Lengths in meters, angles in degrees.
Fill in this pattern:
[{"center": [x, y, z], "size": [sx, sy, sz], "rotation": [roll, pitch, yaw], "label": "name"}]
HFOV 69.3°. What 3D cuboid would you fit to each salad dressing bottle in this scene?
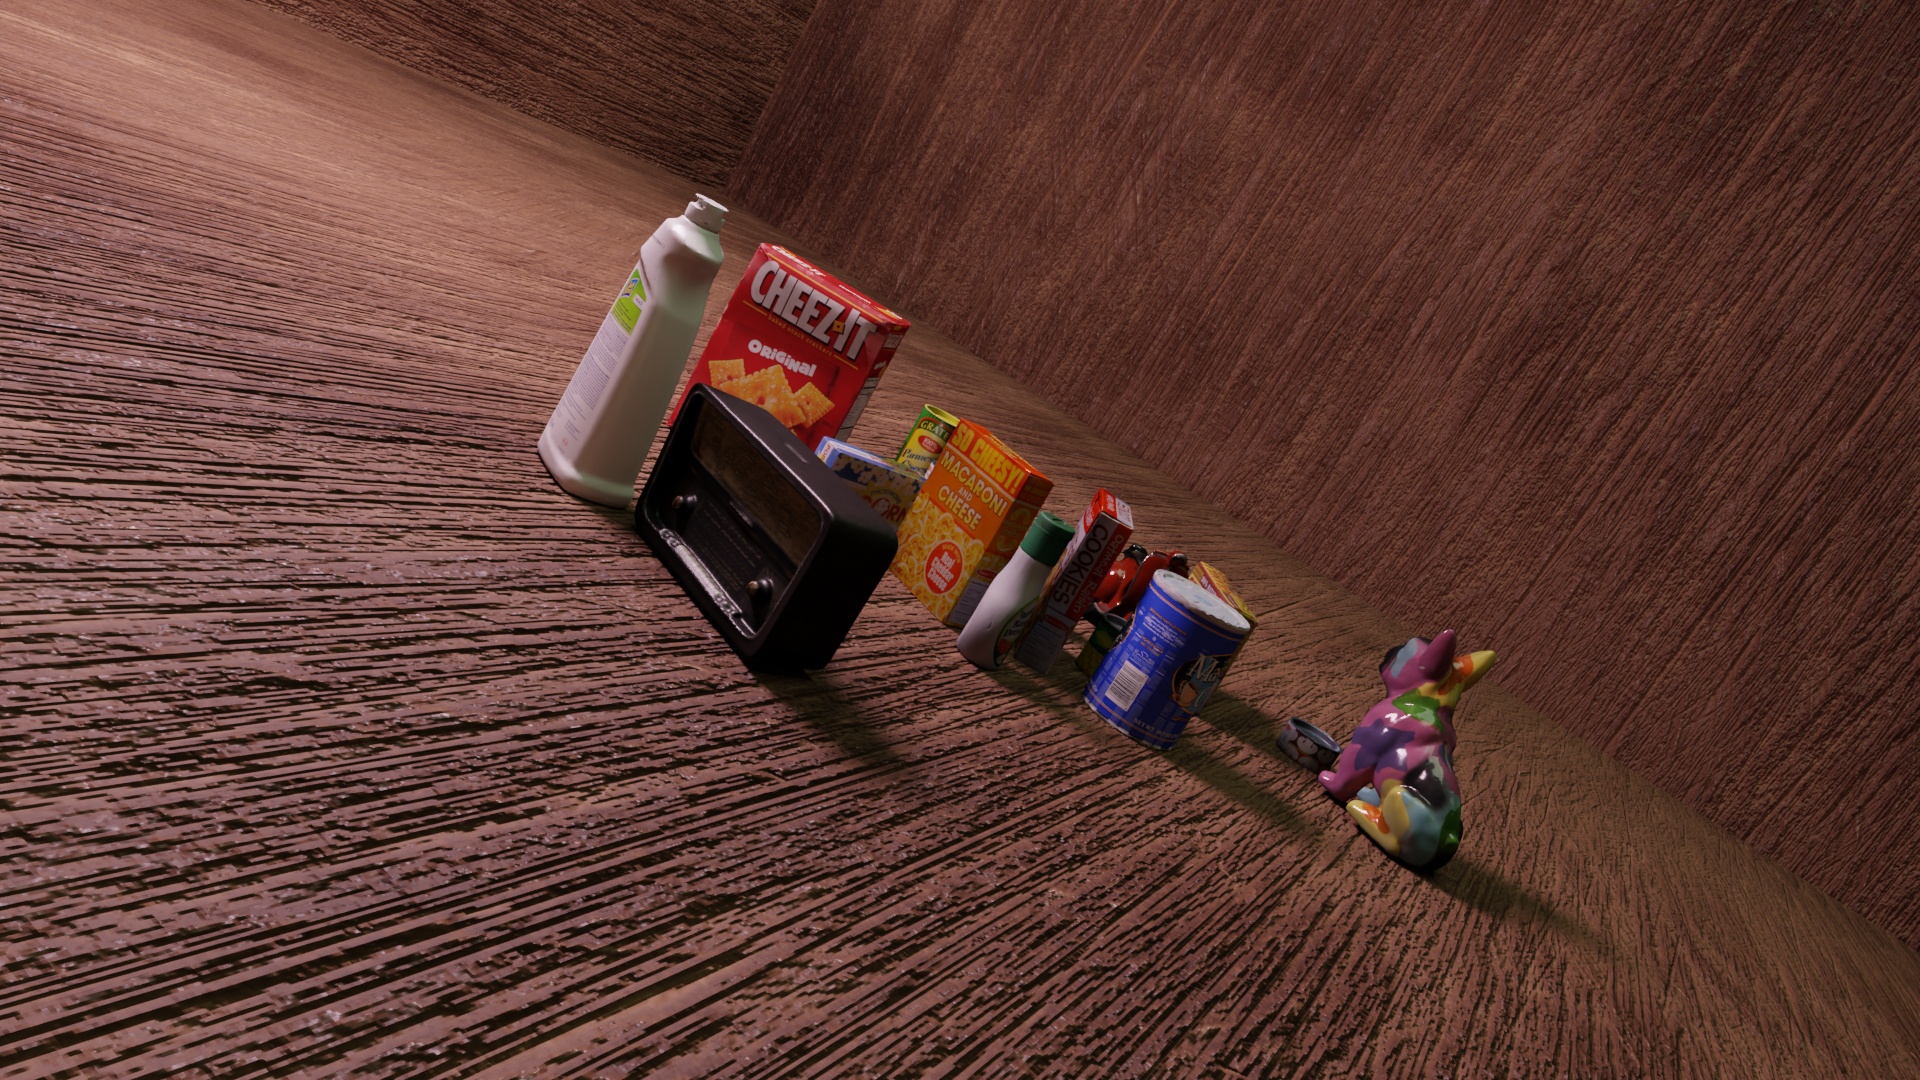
[{"center": [0.051, 0.045, 1.247], "size": [0.044, 0.147, 0.064], "rotation": [35, 13, 20], "label": "salad dressing bottle"}]

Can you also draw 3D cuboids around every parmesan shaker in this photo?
[{"center": [-0.038, -0.108, 1.739], "size": [0.071, 0.103, 0.071], "rotation": [29, 12, -7], "label": "parmesan shaker"}]

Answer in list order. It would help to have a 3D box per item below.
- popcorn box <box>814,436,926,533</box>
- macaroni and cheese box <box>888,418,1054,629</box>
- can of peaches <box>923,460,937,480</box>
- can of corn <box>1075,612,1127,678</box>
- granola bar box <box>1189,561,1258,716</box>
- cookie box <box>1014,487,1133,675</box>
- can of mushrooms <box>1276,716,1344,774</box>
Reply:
[{"center": [-0.103, -0.046, 1.396], "size": [0.127, 0.085, 0.038], "rotation": [18, 17, -43], "label": "popcorn box"}, {"center": [0.005, -0.017, 1.338], "size": [0.040, 0.166, 0.124], "rotation": [19, 17, -43], "label": "macaroni and cheese box"}, {"center": [-0.017, -0.055, 1.684], "size": [0.071, 0.058, 0.071], "rotation": [29, 13, -7], "label": "can of peaches"}, {"center": [0.161, 0.117, 1.415], "size": [0.071, 0.058, 0.071], "rotation": [29, 13, -7], "label": "can of corn"}, {"center": [0.264, 0.105, 1.540], "size": [0.039, 0.124, 0.166], "rotation": [28, 13, -10], "label": "granola bar box"}, {"center": [0.110, 0.037, 1.365], "size": [0.040, 0.167, 0.123], "rotation": [30, 12, -2], "label": "cookie box"}, {"center": [0.390, 0.230, 1.545], "size": [0.071, 0.033, 0.071], "rotation": [28, 13, -7], "label": "can of mushrooms"}]
